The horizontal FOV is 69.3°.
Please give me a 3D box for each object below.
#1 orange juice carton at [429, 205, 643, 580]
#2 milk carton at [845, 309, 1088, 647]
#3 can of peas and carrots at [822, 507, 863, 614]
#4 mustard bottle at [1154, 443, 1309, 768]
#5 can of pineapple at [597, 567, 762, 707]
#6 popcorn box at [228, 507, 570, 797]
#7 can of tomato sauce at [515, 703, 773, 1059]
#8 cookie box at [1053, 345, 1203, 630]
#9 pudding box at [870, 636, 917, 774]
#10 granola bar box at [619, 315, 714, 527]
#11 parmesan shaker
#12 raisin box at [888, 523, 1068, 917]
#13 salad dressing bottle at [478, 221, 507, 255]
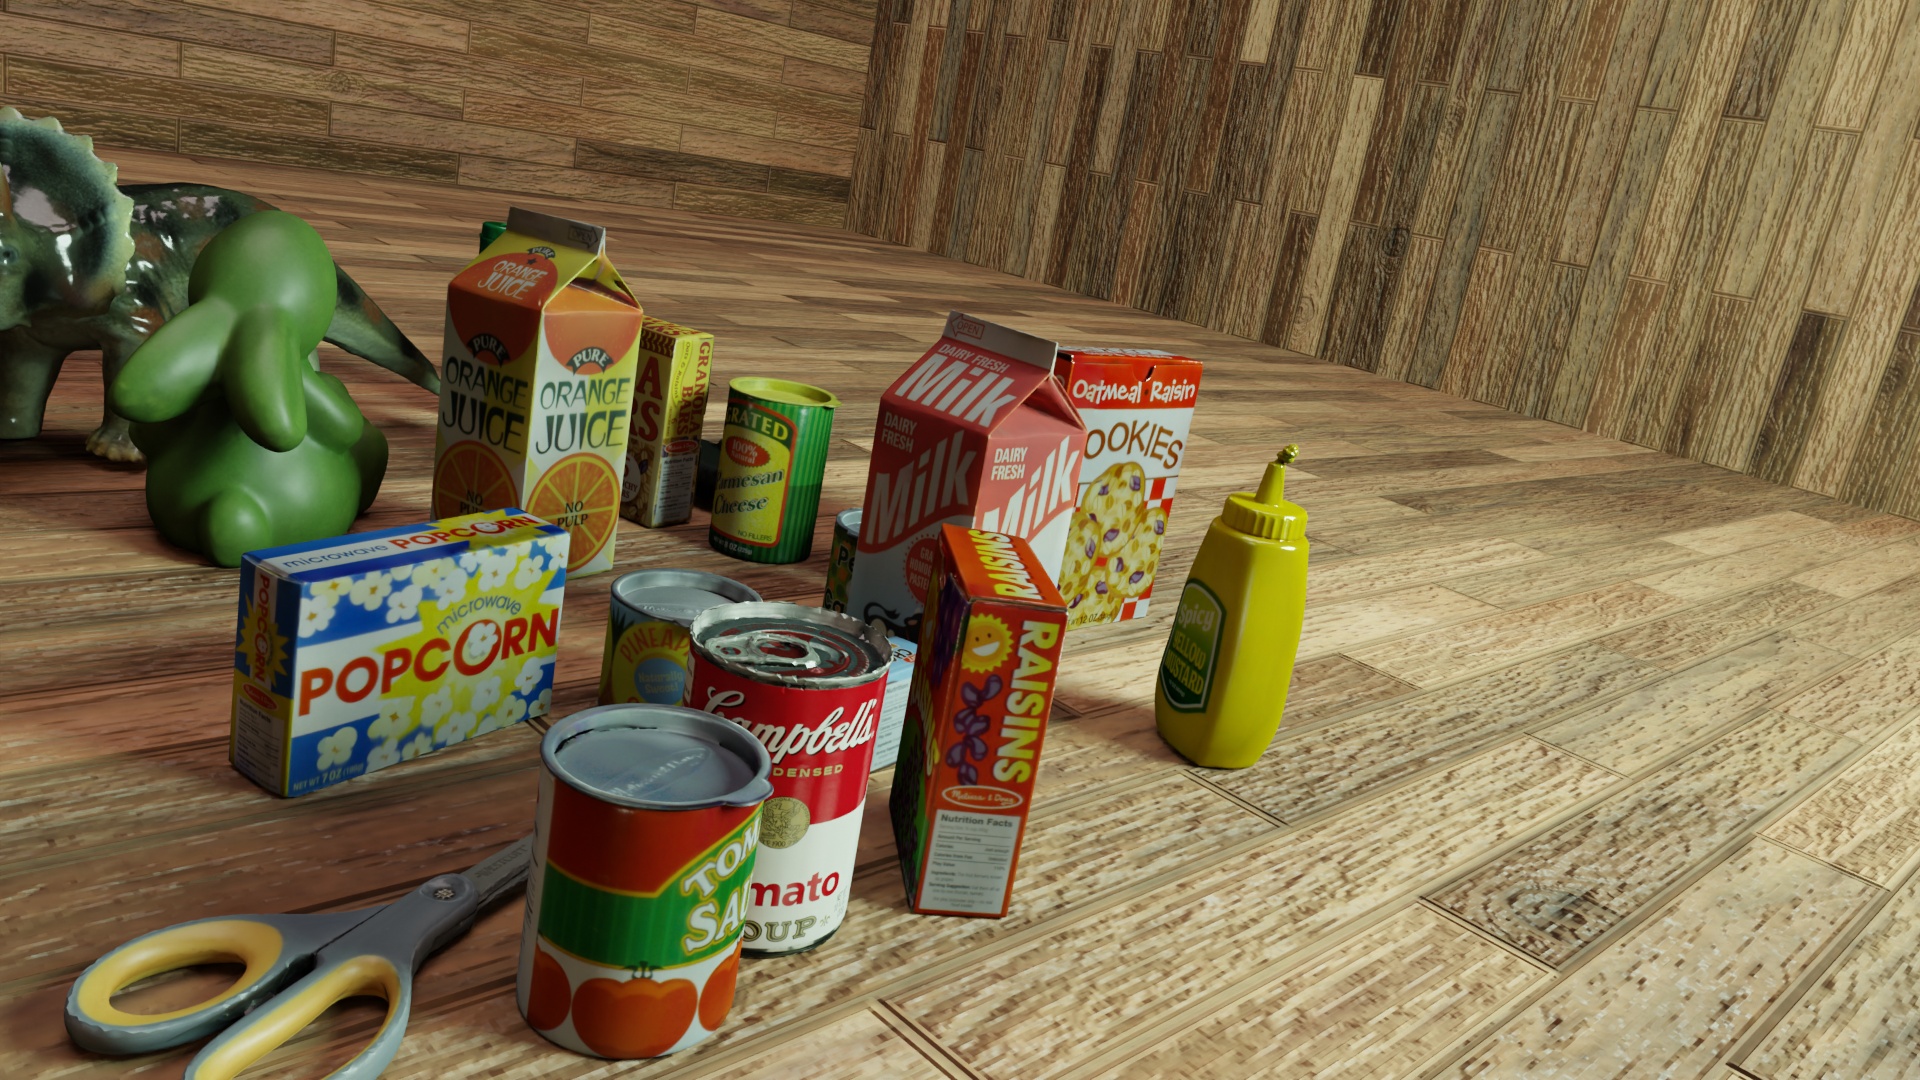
[{"bbox_3d":[-0.227,-0.078,0.746,0.072,0.192,0.073,19,18,28],"label":"orange juice carton"},{"bbox_3d":[0.002,-0.008,0.658,0.072,0.190,0.073,24,20,39],"label":"milk carton"},{"bbox_3d":[-0.042,0.020,0.772,0.071,0.058,0.071,10,16,-3],"label":"can of peas and carrots"},{"bbox_3d":[0.136,0.029,0.672,0.049,0.159,0.065,4,17,-23],"label":"mustard bottle"},{"bbox_3d":[-0.125,0.051,0.614,0.071,0.057,0.071,10,16,-3],"label":"can of pineapple"},{"bbox_3d":[-0.216,0.039,0.544,0.038,0.085,0.127,19,18,27],"label":"popcorn box"},{"bbox_3d":[-0.093,0.101,0.415,0.071,0.082,0.071,10,16,-3],"label":"can of tomato sauce"},{"bbox_3d":[0.078,-0.030,0.826,0.123,0.167,0.040,-5,22,-45],"label":"cookie box"},{"bbox_3d":[-0.046,0.074,0.599,0.030,0.049,0.084,20,18,31],"label":"pudding box"},{"bbox_3d":[-0.239,-0.092,0.909,0.166,0.123,0.039,20,18,30],"label":"granola bar box"},{"bbox_3d":[-0.115,-0.043,0.860,0.071,0.102,0.071,10,16,-3],"label":"parmesan shaker"},{"bbox_3d":[0.003,0.066,0.526,0.040,0.123,0.086,8,16,-10],"label":"raisin box"},{"bbox_3d":[-0.346,-0.162,1.041,0.044,0.147,0.064,4,17,-22],"label":"salad dressing bottle"}]
